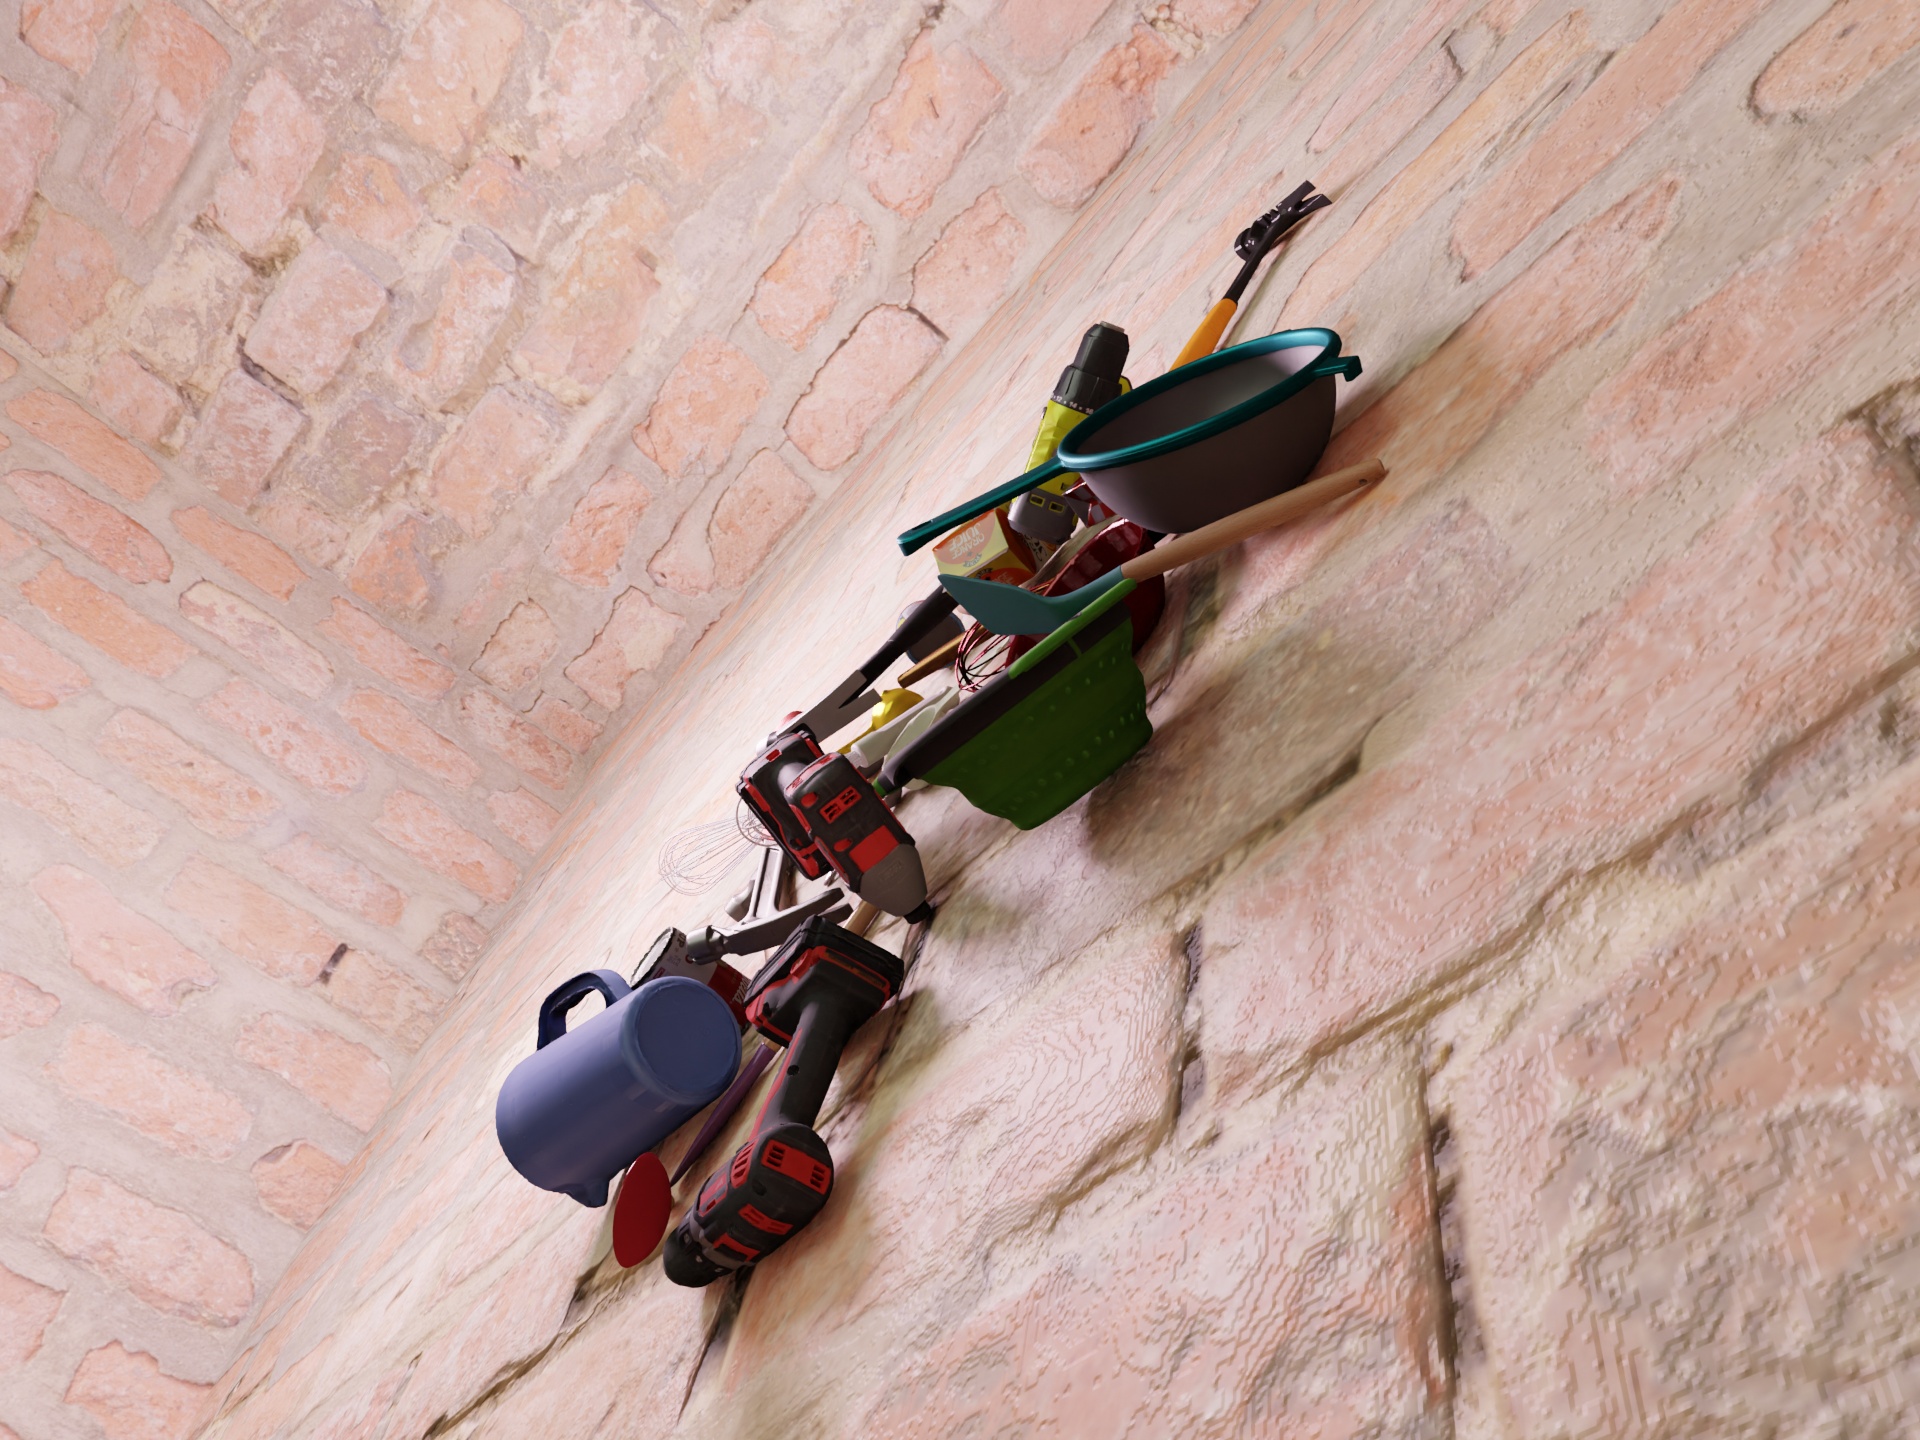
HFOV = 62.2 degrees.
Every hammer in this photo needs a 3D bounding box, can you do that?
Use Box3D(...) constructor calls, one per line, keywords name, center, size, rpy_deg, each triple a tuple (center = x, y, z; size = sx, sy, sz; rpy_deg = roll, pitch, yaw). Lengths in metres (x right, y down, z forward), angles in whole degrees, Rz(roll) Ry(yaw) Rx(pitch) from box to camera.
Box3D(name="hammer", center=(-0.054, -0.075, 1.487), size=(0.146, 0.035, 0.335), rpy_deg=(-31, 11, 45))
Box3D(name="hammer", center=(-0.167, 0.184, 1.471), size=(0.130, 0.031, 0.331), rpy_deg=(-51, 15, 5))
Box3D(name="hammer", center=(0.247, -0.380, 1.539), size=(0.337, 0.034, 0.127), rpy_deg=(-58, 15, -21))
Box3D(name="hammer", center=(-0.159, 0.091, 1.494), size=(0.149, 0.036, 0.359), rpy_deg=(-20, 28, 12))

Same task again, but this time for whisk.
Box3D(name="whisk", center=(0.107, -0.116, 1.305), size=(0.296, 0.073, 0.073), rpy_deg=(-39, 18, 20))
Box3D(name="whisk", center=(-0.195, 0.099, 1.622), size=(0.284, 0.070, 0.070), rpy_deg=(-29, 22, 17))
Box3D(name="whisk", center=(-0.099, 0.036, 1.451), size=(0.246, 0.059, 0.058), rpy_deg=(-33, 5, -22))

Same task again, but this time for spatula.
Box3D(name="spatula", center=(0.068, -0.119, 1.381), size=(0.322, 0.041, 0.081), rpy_deg=(-32, 16, 22))
Box3D(name="spatula", center=(-0.137, 0.239, 1.268), size=(0.316, 0.018, 0.059), rpy_deg=(-54, -6, -11))
Box3D(name="spatula", center=(0.134, -0.118, 1.082), size=(0.317, 0.082, 0.044), rpy_deg=(-21, 49, 26))

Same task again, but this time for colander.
Box3D(name="colander", center=(0.029, 0.027, 1.108), size=(0.204, 0.094, 0.397), rpy_deg=(-37, -1, -26))

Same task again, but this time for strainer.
Box3D(name="strainer", center=(0.125, -0.167, 1.139), size=(0.340, 0.095, 0.211), rpy_deg=(-25, 19, 5))

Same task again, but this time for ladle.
Box3D(name="ladle", center=(-0.210, 0.335, 1.095), size=(0.315, 0.031, 0.069), rpy_deg=(115, 165, -73))

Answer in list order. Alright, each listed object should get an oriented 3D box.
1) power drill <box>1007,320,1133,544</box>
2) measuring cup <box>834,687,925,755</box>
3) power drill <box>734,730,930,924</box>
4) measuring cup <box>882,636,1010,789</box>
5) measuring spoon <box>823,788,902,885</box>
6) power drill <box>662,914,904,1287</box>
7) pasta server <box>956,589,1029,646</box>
Box3D(name="power drill", center=(0.108, -0.268, 1.450), size=(0.228, 0.080, 0.190), rpy_deg=(-62, -8, -75))
Box3D(name="measuring cup", center=(-0.088, 0.026, 1.489), size=(0.156, 0.062, 0.029), rpy_deg=(-39, 28, -26))
Box3D(name="power drill", center=(-0.095, 0.084, 1.246), size=(0.078, 0.143, 0.220), rpy_deg=(-39, 16, -11))
Box3D(name="measuring cup", center=(-0.002, -0.004, 1.406), size=(0.167, 0.038, 0.083), rpy_deg=(-46, 16, 14))
Box3D(name="measuring spoon", center=(-0.088, 0.105, 1.459), size=(0.124, 0.018, 0.034), rpy_deg=(-56, 14, 12))
Box3D(name="power drill", center=(-0.127, 0.265, 1.077), size=(0.187, 0.080, 0.227), rpy_deg=(-48, 18, 42))
Box3D(name="pasta server", center=(0.034, -0.105, 1.556), size=(0.060, 0.040, 0.316), rpy_deg=(-53, 11, -2))
